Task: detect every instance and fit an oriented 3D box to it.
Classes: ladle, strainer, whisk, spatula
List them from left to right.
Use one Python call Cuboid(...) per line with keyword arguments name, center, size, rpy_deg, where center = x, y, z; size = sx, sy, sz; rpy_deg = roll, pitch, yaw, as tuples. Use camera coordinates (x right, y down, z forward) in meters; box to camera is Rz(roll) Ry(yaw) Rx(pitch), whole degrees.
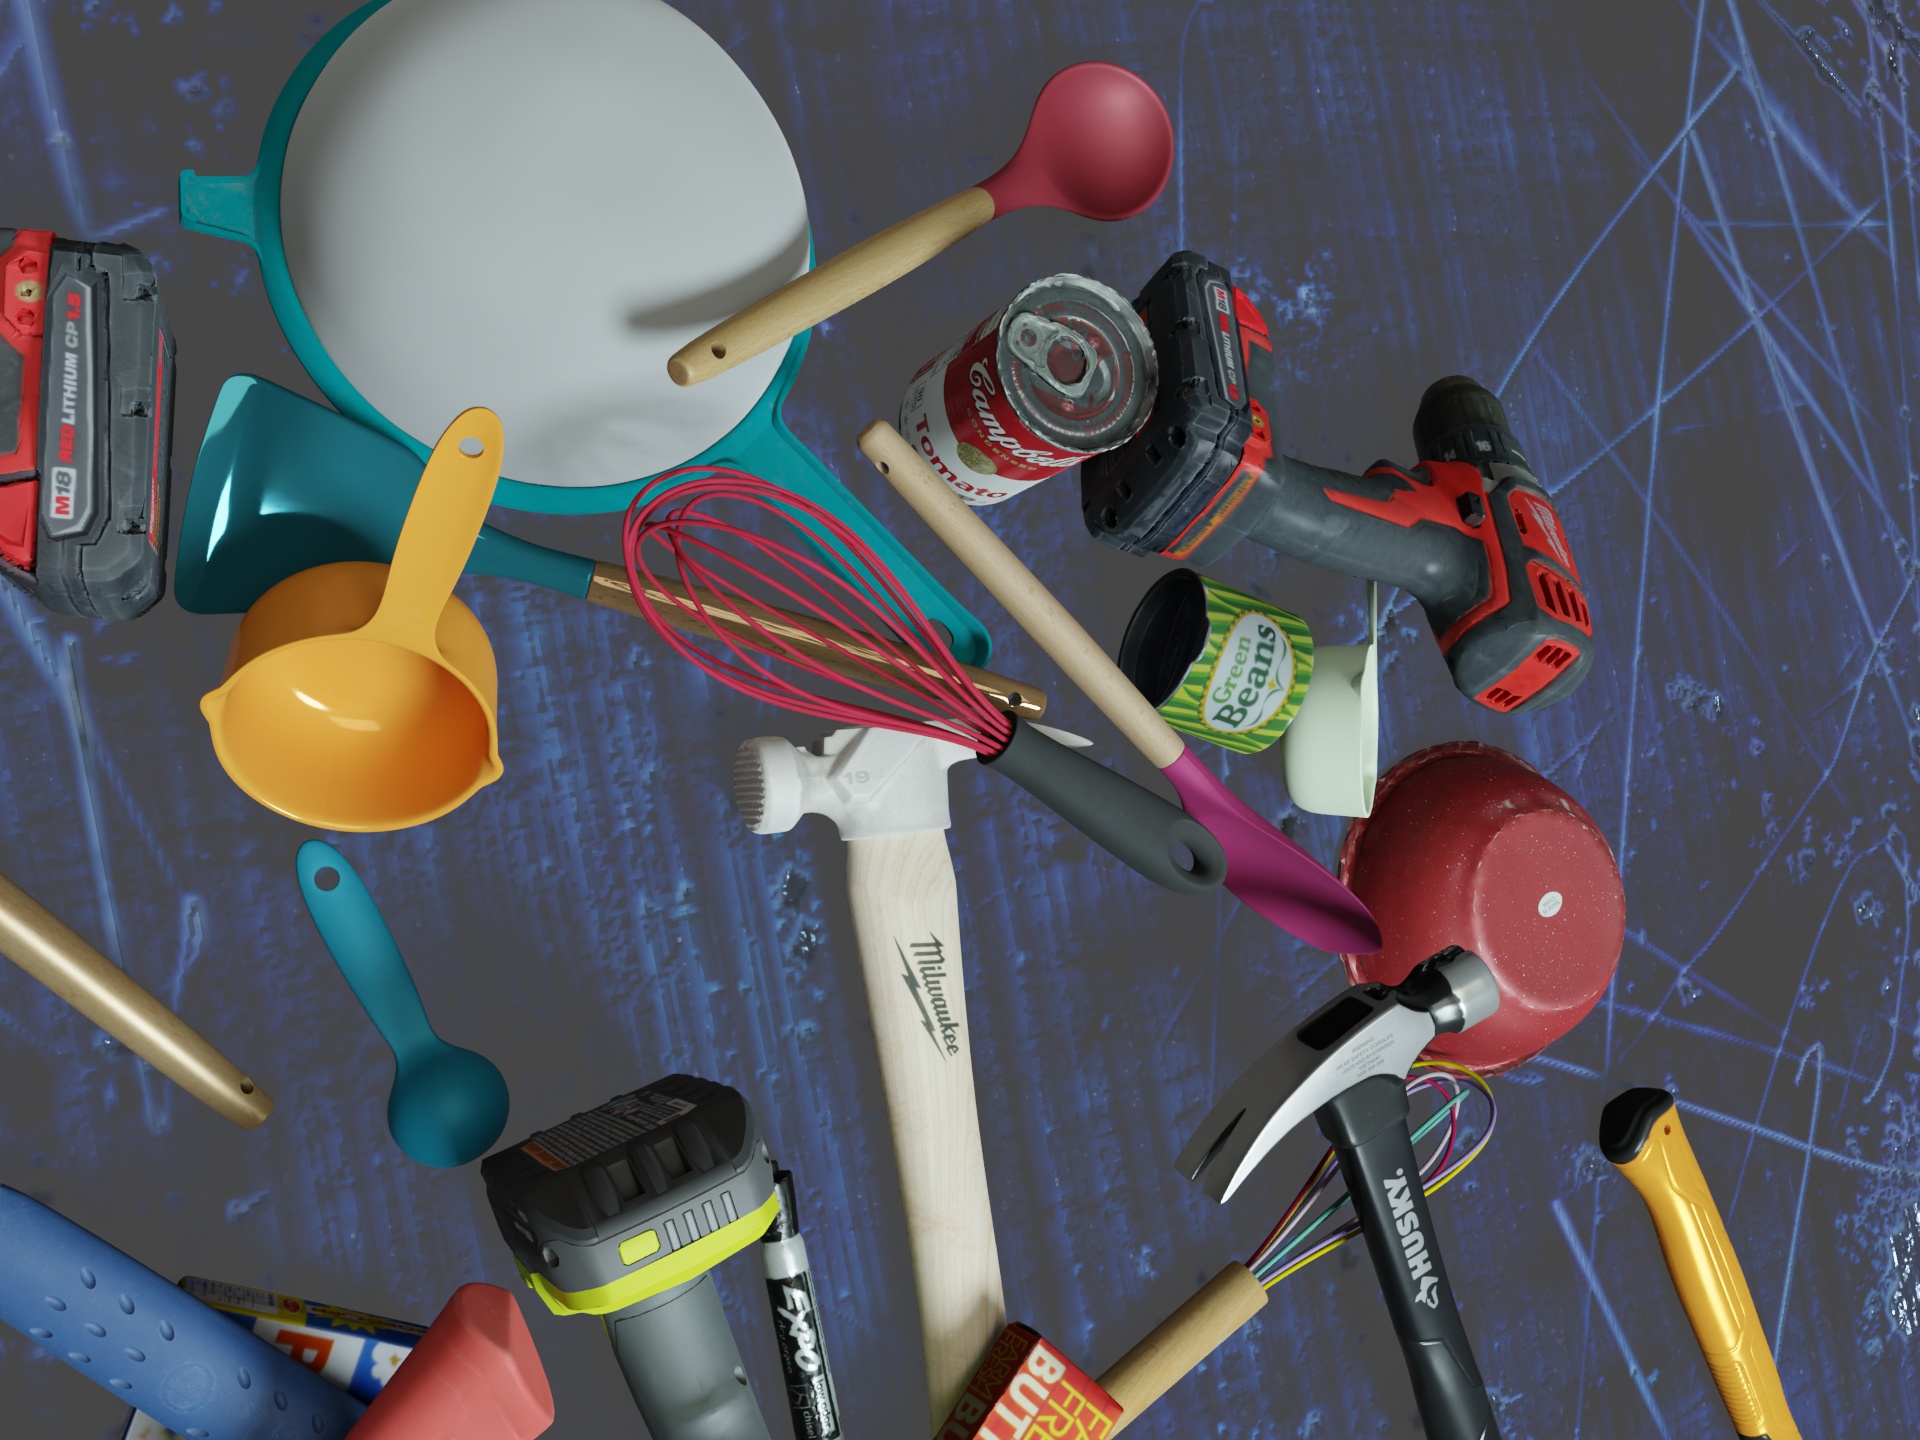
Cuboid(name="ladle", center=(-0.305, 0.019, 0.453), size=(0.062, 0.078, 0.319), rpy_deg=(-26, 123, 15))
Cuboid(name="spatula", center=(-0.111, -0.042, 0.588), size=(0.317, 0.044, 0.082), rpy_deg=(15, 96, -16))
Cuboid(name="strainer", center=(-0.096, -0.142, 0.586), size=(0.340, 0.095, 0.211), rpy_deg=(45, 69, -12))
Cuboid(name="ladle", center=(-0.005, -0.193, 0.622), size=(0.315, 0.031, 0.069), rpy_deg=(-43, 107, -41))
Cuboid(name="whisk", center=(-0.001, -0.002, 0.595), size=(0.295, 0.073, 0.073), rpy_deg=(32, 73, -30))
Cuboid(name="whisk", center=(0.139, 0.227, 0.690), size=(0.245, 0.051, 0.047), rpy_deg=(-34, 78, -19))

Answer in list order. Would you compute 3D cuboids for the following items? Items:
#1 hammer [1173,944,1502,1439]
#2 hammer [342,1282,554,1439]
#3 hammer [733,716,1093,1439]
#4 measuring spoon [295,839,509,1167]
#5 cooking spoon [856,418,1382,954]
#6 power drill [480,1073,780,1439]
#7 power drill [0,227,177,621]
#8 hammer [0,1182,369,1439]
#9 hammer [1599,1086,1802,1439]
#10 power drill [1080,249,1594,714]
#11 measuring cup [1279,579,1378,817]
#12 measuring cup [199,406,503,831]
Cuboid(name="hammer", center=(0.197, 0.270, 0.674), size=(0.146, 0.035, 0.334), rpy_deg=(-25, 108, -17))
Cuboid(name="hammer", center=(-0.244, 0.313, 0.455), size=(0.149, 0.037, 0.359), rpy_deg=(36, 89, -18))
Cuboid(name="hammer", center=(0.005, 0.204, 0.630), size=(0.146, 0.038, 0.411), rpy_deg=(-6, 88, -26))
Cuboid(name="measuring spoon", center=(-0.198, 0.099, 0.556), size=(0.042, 0.021, 0.128), rpy_deg=(-29, 98, -24))
Cuboid(name="cooking spoon", center=(0.070, -0.003, 0.646), size=(0.318, 0.069, 0.017), rpy_deg=(45, 62, -21))
Cuboid(name="power drill", center=(-0.075, 0.237, 0.520), size=(0.080, 0.171, 0.223), rpy_deg=(-21, 90, -25))
Cuboid(name="power drill", center=(-0.361, -0.088, 0.476), size=(0.219, 0.078, 0.143), rpy_deg=(2, 84, -21))
Cuboid(name="hammer", center=(-0.298, 0.142, 0.455), size=(0.405, 0.035, 0.144), rpy_deg=(42, 77, -15))
Cuboid(name="hammer", center=(0.403, 0.335, 0.795), size=(0.127, 0.034, 0.337), rpy_deg=(-26, 95, -23))
Cuboid(name="power drill", center=(0.167, -0.114, 0.689), size=(0.226, 0.080, 0.188), rpy_deg=(20, 46, -20))
Cuboid(name="measuring cup", center=(0.170, -0.034, 0.724), size=(0.083, 0.038, 0.168), rpy_deg=(62, 33, -54))
Cuboid(name="measuring cup", center=(-0.180, -0.041, 0.511), size=(0.095, 0.173, 0.052), rpy_deg=(16, 35, -27))
